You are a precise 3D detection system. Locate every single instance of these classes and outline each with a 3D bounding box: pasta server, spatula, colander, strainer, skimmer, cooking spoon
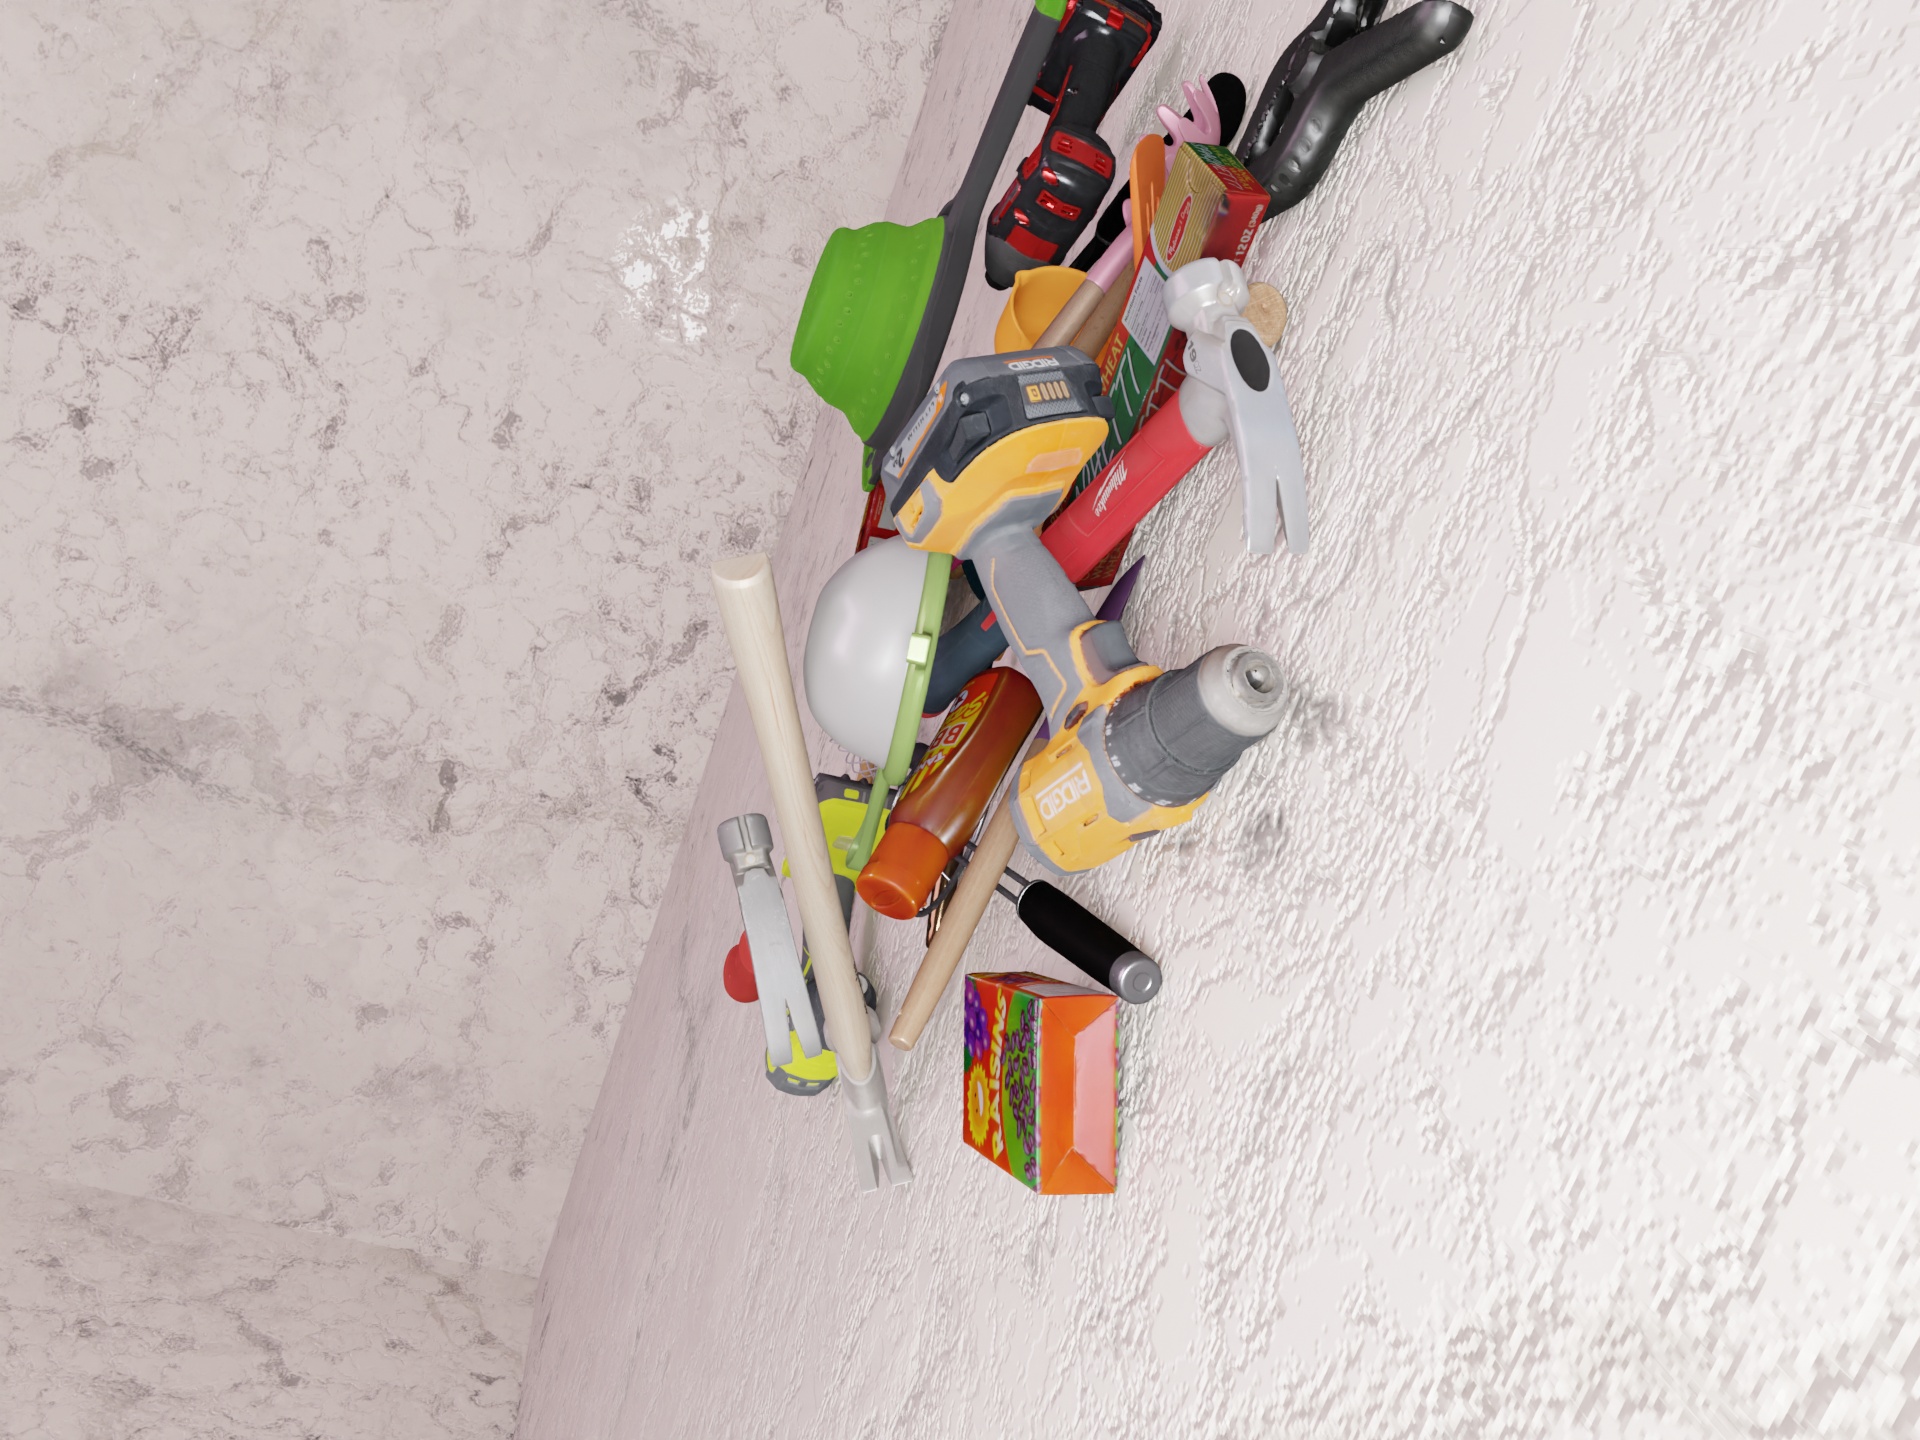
[{"bbox_3d":[0.057,-0.237,0.932,0.316,0.040,0.060,-54,20,0],"label":"pasta server"},{"bbox_3d":[0.034,0.034,0.831,0.316,0.018,0.059,-62,8,-32],"label":"spatula"},{"bbox_3d":[-0.037,-0.362,1.142,0.205,0.094,0.397,-93,25,-55],"label":"colander"},{"bbox_3d":[0.065,-0.175,0.927,0.322,0.041,0.081,-68,-7,29],"label":"spatula"},{"bbox_3d":[-0.061,-0.006,0.914,0.152,0.069,0.256,-83,8,-48],"label":"strainer"},{"bbox_3d":[-0.002,-0.003,1.084,0.082,0.044,0.318,-12,66,61],"label":"spatula"},{"bbox_3d":[0.041,0.087,0.871,0.363,0.090,0.127,28,98,66],"label":"skimmer"},{"bbox_3d":[0.060,-0.199,0.964,0.319,0.017,0.068,-61,0,-38],"label":"cooking spoon"}]

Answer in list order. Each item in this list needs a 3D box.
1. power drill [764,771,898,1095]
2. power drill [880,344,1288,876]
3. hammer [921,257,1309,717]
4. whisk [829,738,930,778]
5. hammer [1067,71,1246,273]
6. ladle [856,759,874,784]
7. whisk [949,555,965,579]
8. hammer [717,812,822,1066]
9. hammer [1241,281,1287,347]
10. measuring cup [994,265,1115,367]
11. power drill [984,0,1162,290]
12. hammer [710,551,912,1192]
[{"bbox_3d":[-0.097,0.161,1.244,0.171,0.080,0.223,123,155,-52],"label":"power drill"},{"bbox_3d":[0.055,-0.057,0.720,0.185,0.084,0.226,-43,65,59],"label":"power drill"},{"bbox_3d":[0.054,-0.071,0.850,0.386,0.038,0.143,136,128,-57],"label":"hammer"},{"bbox_3d":[-0.042,0.024,1.241,0.285,0.070,0.070,-164,91,-71],"label":"whisk"},{"bbox_3d":[0.102,-0.346,1.142,0.409,0.036,0.149,154,132,-72],"label":"hammer"},{"bbox_3d":[-0.108,0.166,1.381,0.069,0.031,0.316,123,161,-55],"label":"ladle"},{"bbox_3d":[0.015,-0.127,1.222,0.245,0.047,0.051,175,110,-80],"label":"whisk"},{"bbox_3d":[-0.139,0.172,1.098,0.359,0.036,0.149,121,136,-72],"label":"hammer"},{"bbox_3d":[0.099,-0.163,0.934,0.331,0.031,0.130,141,143,-67],"label":"hammer"},{"bbox_3d":[0.042,-0.224,1.031,0.174,0.095,0.052,-48,-5,-31],"label":"measuring cup"},{"bbox_3d":[0.071,-0.417,1.146,0.143,0.078,0.220,-44,28,58],"label":"power drill"},{"bbox_3d":[-0.084,0.093,0.922,0.146,0.038,0.410,-112,10,-55],"label":"hammer"}]
